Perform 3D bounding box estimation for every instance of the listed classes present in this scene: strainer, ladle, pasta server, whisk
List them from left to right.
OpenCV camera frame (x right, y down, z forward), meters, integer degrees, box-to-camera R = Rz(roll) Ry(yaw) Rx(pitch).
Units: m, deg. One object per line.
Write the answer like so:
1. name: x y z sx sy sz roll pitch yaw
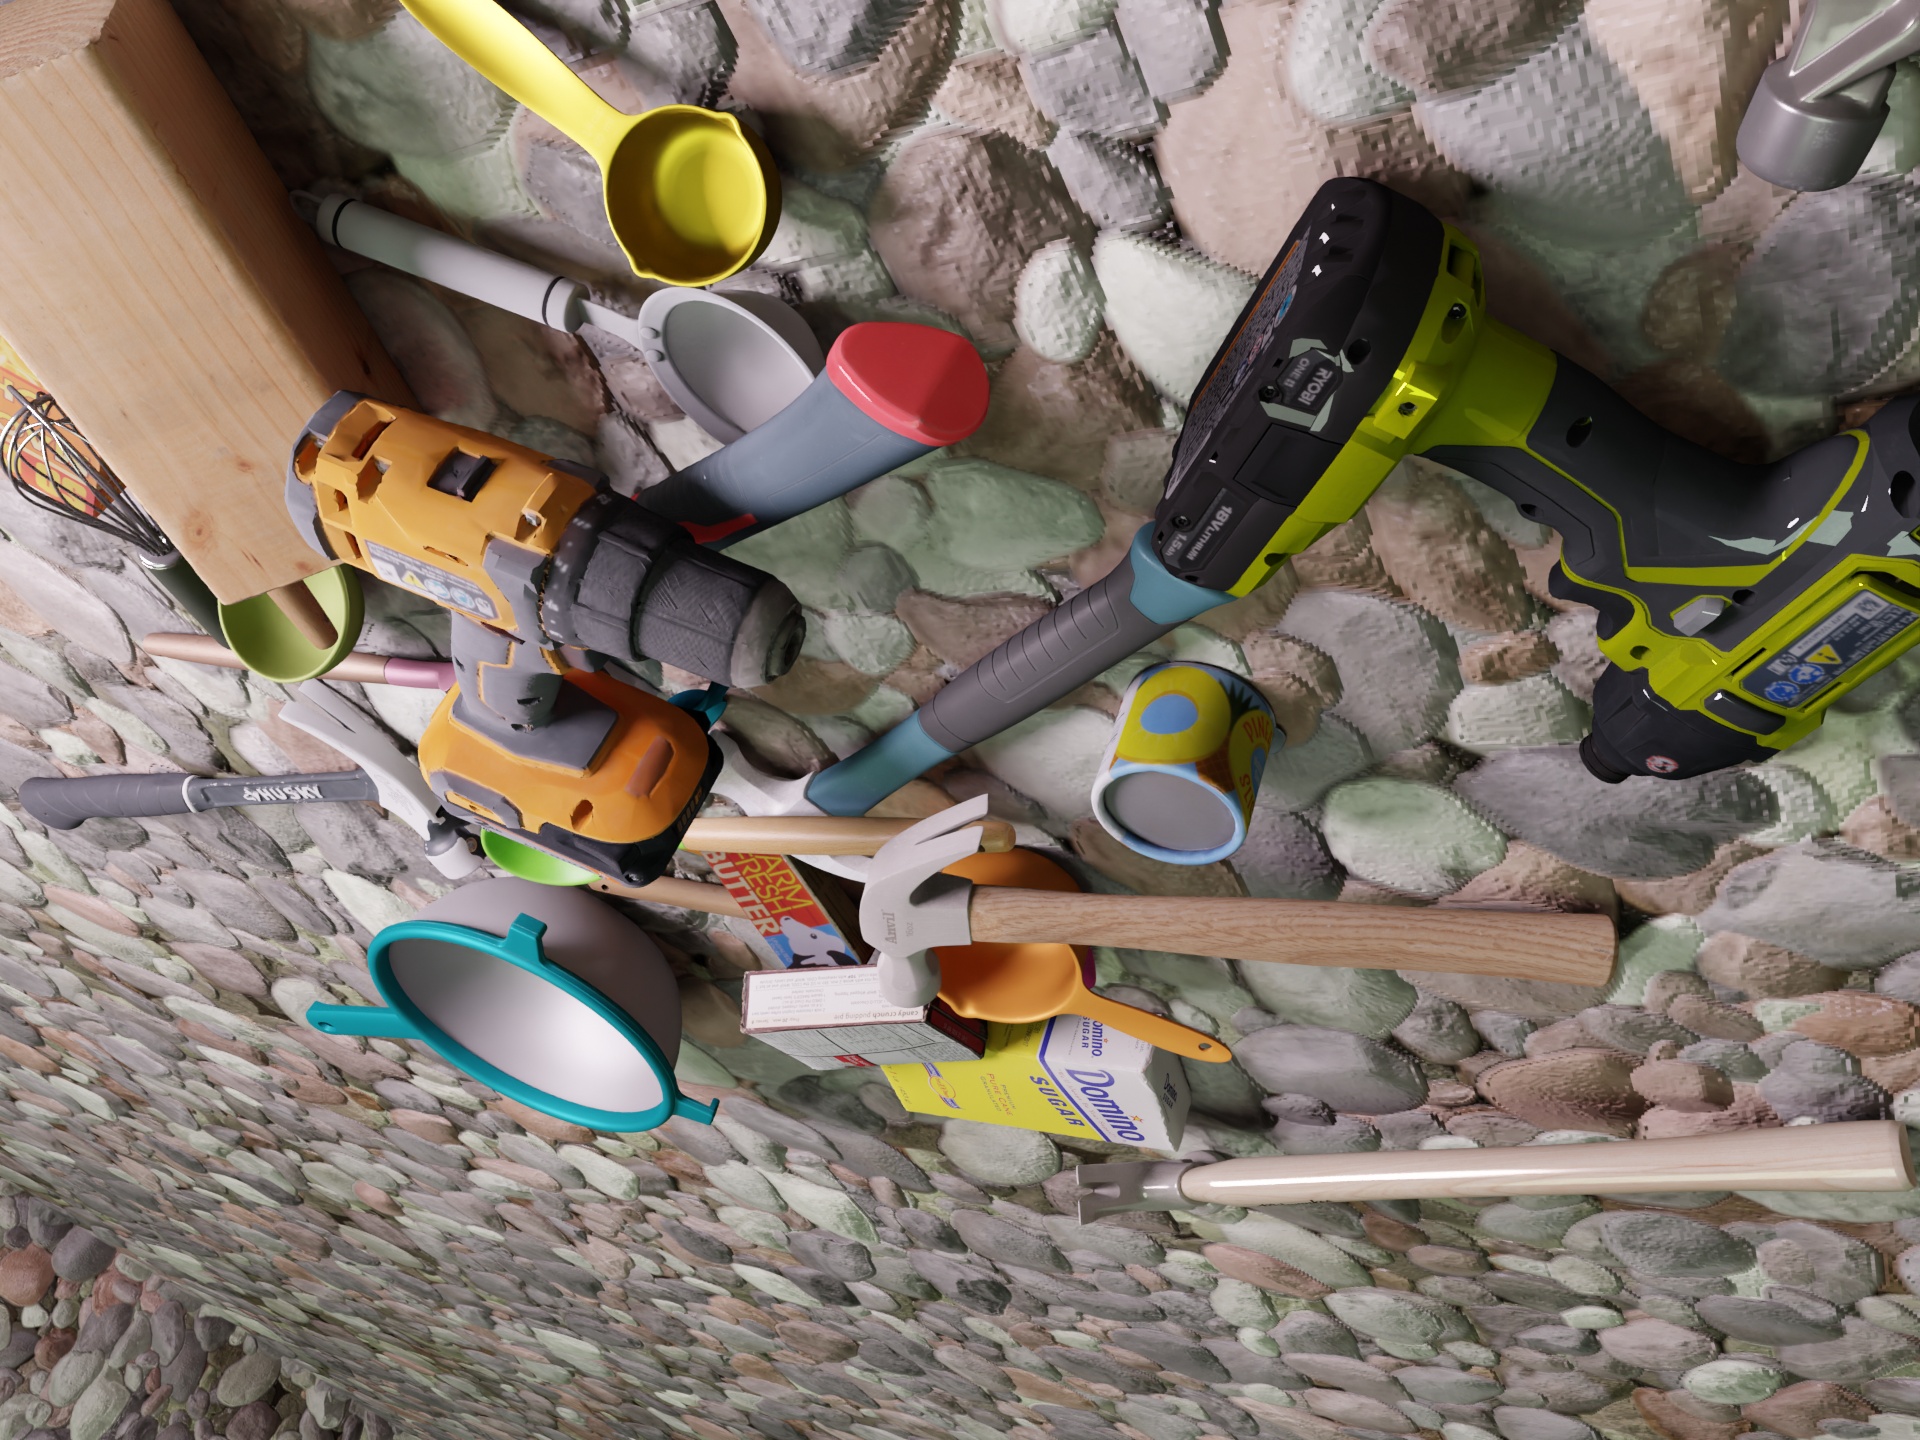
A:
1. whisk: -0.387 -0.088 0.763 0.059 0.058 0.246 41 162 10
2. ladle: -0.325 -0.139 0.696 0.078 0.062 0.319 22 142 14
3. pasta server: -0.328 -0.022 0.858 0.316 0.040 0.060 6 170 24
4. strainer: -0.305 0.169 1.039 0.340 0.095 0.210 -7 132 37
5. strainer: -0.137 -0.153 0.586 0.258 0.050 0.086 22 153 9

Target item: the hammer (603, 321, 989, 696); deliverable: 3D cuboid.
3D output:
1. hammer: -0.104 -0.065 0.623 0.143 0.038 0.386 41 152 -24

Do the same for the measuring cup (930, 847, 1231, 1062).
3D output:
1. measuring cup: 0.061 0.122 0.810 0.173 0.052 0.095 23 132 -5

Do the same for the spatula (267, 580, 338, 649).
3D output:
1. spatula: -0.354 -0.141 0.647 0.044 0.082 0.317 -21 133 2

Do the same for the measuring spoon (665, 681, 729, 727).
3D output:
1. measuring spoon: -0.118 -0.026 0.750 0.021 0.042 0.128 45 136 7

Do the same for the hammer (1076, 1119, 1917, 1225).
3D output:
1. hammer: 0.257 0.236 0.825 0.410 0.038 0.146 -15 161 36

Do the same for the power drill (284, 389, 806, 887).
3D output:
1. power drill: -0.145 -0.018 0.622 0.185 0.084 0.226 21 150 9

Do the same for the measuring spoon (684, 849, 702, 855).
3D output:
1. measuring spoon: -0.167 0.069 0.906 0.117 0.011 0.021 18 143 7

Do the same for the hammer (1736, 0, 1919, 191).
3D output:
1. hammer: 0.062 -0.228 0.389 0.359 0.037 0.149 14 143 12

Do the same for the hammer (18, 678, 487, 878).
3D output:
1. hammer: -0.489 0.045 1.031 0.409 0.036 0.149 -3 135 32

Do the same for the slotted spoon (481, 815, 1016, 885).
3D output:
1. slotted spoon: -0.114 0.058 0.797 0.314 0.031 0.070 -2 135 29

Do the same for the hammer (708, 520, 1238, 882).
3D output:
1. hammer: -0.001 -0.002 0.709 0.128 0.033 0.331 37 141 -17

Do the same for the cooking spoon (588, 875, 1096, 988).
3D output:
1. cooking spoon: -0.075 0.112 0.905 0.319 0.017 0.068 7 131 21

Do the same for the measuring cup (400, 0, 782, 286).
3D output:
1. measuring cup: -0.125 -0.206 0.529 0.156 0.029 0.062 39 114 0

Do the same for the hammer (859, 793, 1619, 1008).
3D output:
1. hammer: 0.118 0.091 0.710 0.331 0.031 0.129 2 137 8

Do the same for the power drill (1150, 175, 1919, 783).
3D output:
1. power drill: 0.183 -0.060 0.504 0.223 0.080 0.171 23 144 -5
